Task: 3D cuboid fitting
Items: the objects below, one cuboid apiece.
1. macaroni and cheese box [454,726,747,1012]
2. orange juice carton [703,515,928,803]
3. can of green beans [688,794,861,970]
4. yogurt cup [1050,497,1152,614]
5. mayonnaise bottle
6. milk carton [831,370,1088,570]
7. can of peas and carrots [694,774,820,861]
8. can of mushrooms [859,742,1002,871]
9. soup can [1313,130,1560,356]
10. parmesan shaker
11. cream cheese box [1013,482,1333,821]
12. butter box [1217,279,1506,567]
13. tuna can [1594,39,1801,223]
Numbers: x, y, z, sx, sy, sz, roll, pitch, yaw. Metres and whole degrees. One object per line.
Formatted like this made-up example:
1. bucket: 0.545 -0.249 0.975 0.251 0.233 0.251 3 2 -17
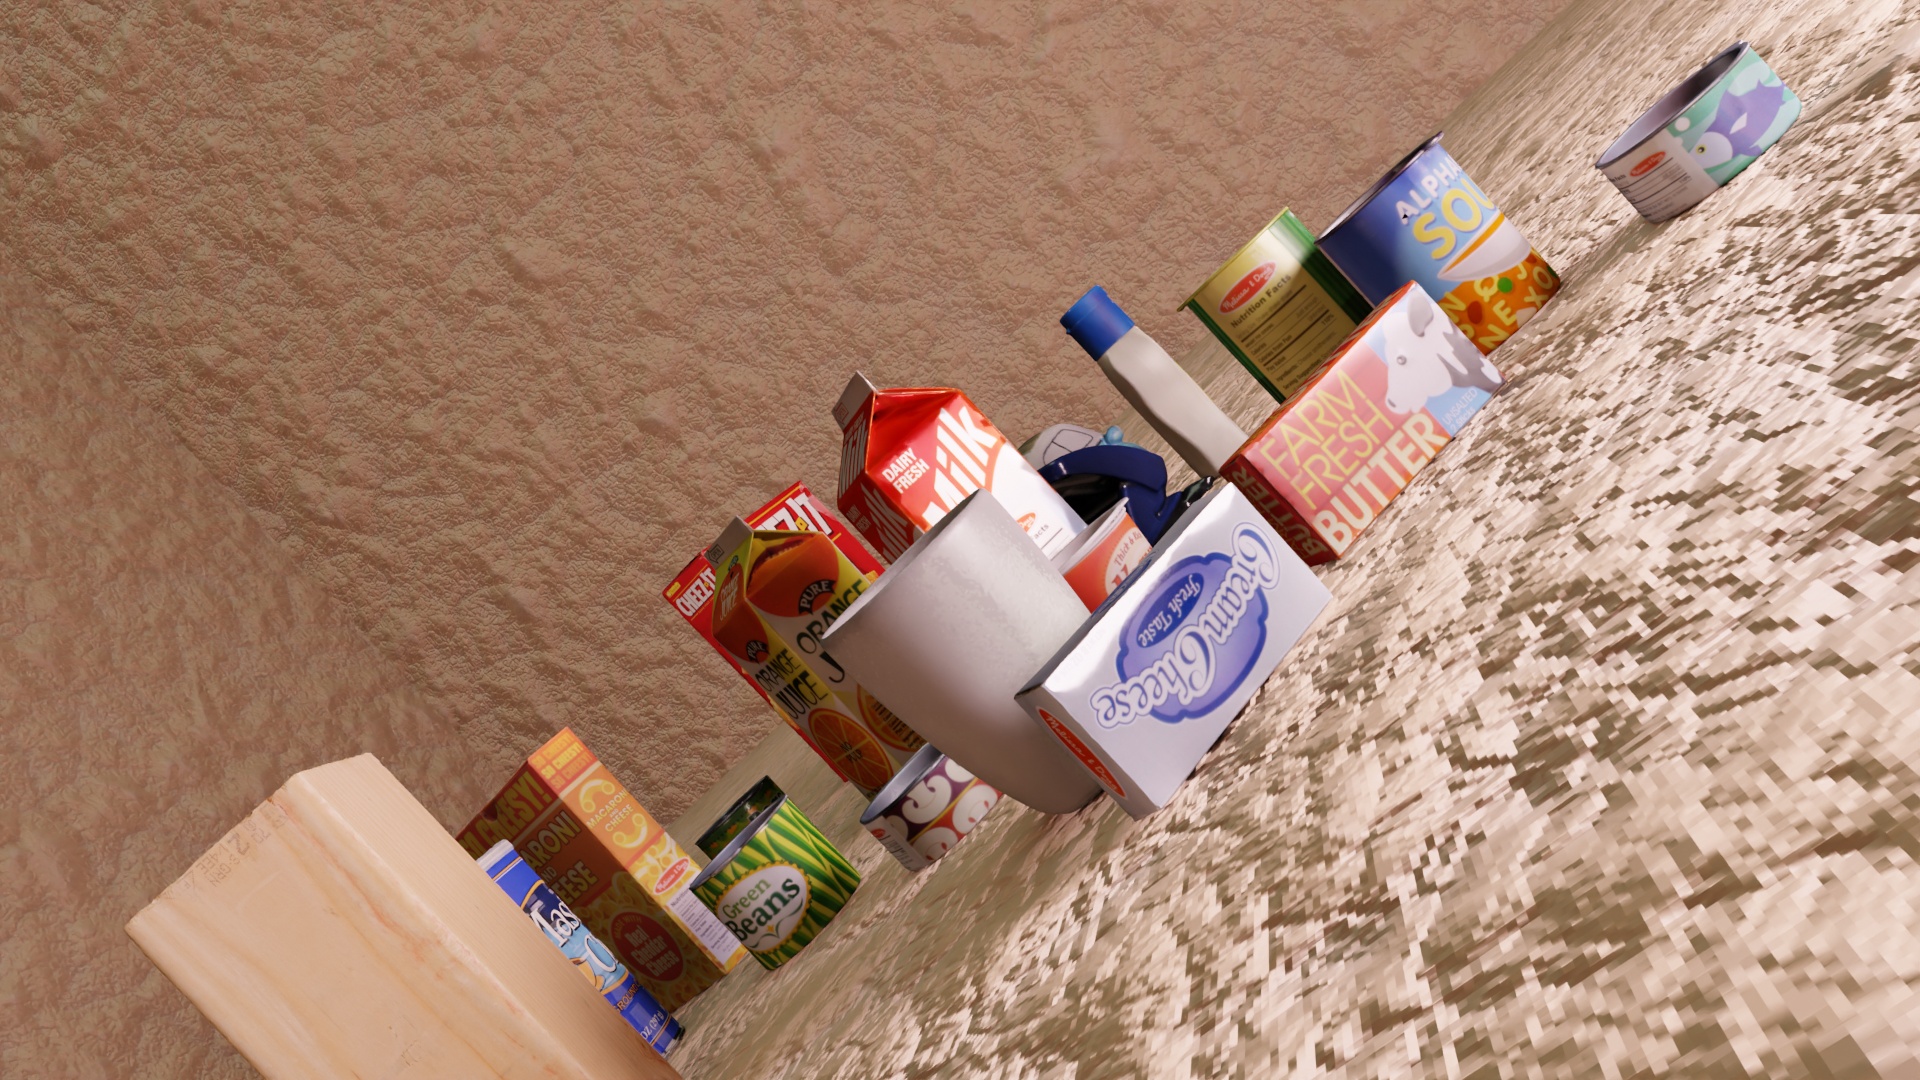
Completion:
1. macaroni and cheese box: -0.215 0.207 0.828 0.123 0.166 0.040 -42 2 38
2. orange juice carton: -0.085 0.066 0.868 0.073 0.192 0.071 -44 1 -34
3. can of green beans: -0.093 0.172 0.699 0.071 0.058 0.071 -43 1 1
4. yogurt cup: 0.070 0.024 0.666 0.072 0.054 0.072 -43 1 1
5. mayonnaise bottle: 0.129 -0.105 0.928 0.041 0.148 0.065 -43 1 0
6. milk carton: 0.003 -0.009 0.738 0.074 0.190 0.072 -44 1 -23
7. can of peas and carrots: -0.134 0.201 0.939 0.071 0.058 0.071 -43 1 1
8. can of mushrooms: -0.009 0.113 0.626 0.071 0.033 0.071 -43 1 1
9. soup can: 0.208 -0.123 0.603 0.071 0.084 0.071 -43 1 1
10. parmesan shaker: 0.165 -0.098 0.669 0.071 0.103 0.071 -43 1 1
11. cream cheese box: 0.069 0.033 0.439 0.104 0.053 0.024 -44 1 -29
12. butter box: 0.149 -0.043 0.512 0.104 0.053 0.024 -43 1 -15
13. tuna can: 0.285 -0.157 0.534 0.071 0.033 0.071 -43 1 1
